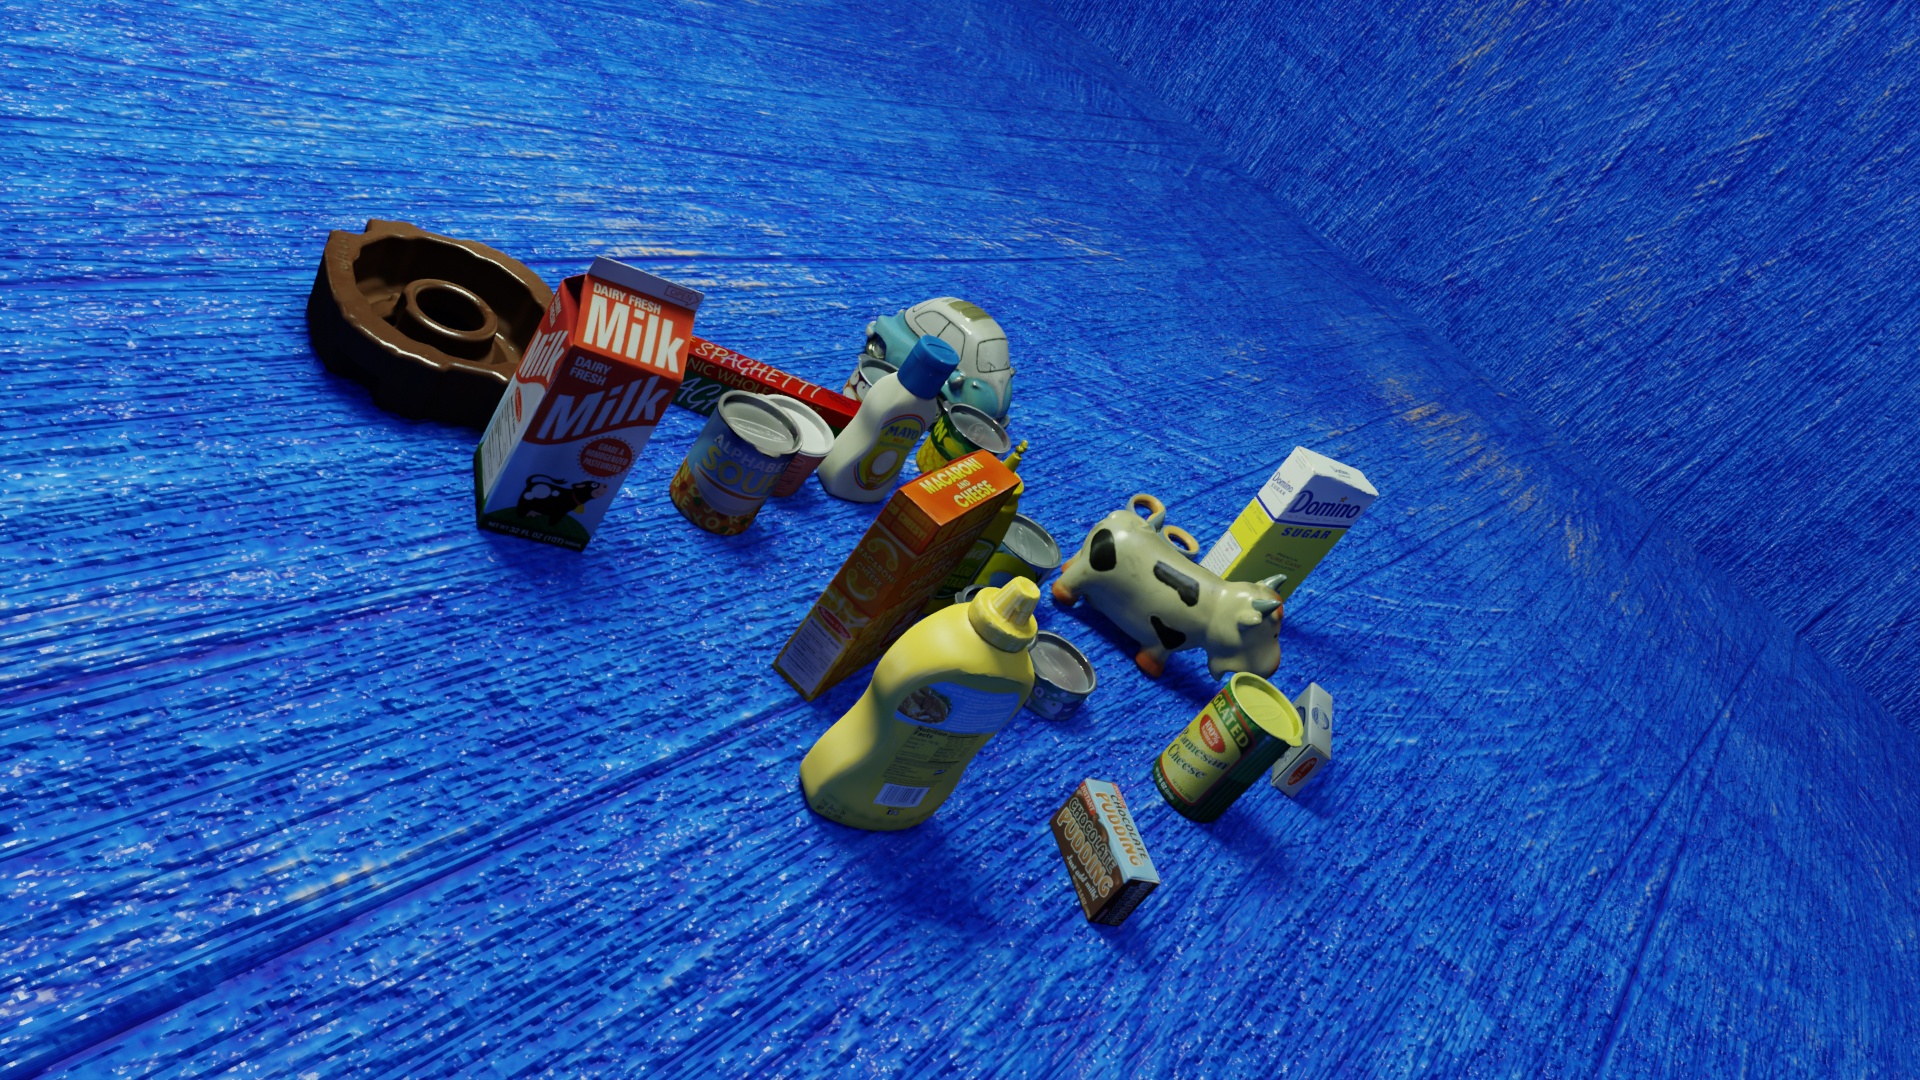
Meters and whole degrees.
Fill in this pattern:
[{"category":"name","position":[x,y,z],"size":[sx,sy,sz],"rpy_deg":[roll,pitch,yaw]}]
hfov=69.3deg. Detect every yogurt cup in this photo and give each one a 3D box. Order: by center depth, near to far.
[{"category":"yogurt cup","position":[-0.139,-0.071,1.073],"size":[0.072,0.053,0.073],"rpy_deg":[27,30,-17]}]

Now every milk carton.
[{"category":"milk carton","position":[-0.231,-0.089,0.858],"size":[0.072,0.189,0.074],"rpy_deg":[16,35,-33]}]

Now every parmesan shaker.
[{"category":"parmesan shaker","position":[0.202,0.160,1.052],"size":[0.071,0.102,0.072],"rpy_deg":[27,30,-17]}]

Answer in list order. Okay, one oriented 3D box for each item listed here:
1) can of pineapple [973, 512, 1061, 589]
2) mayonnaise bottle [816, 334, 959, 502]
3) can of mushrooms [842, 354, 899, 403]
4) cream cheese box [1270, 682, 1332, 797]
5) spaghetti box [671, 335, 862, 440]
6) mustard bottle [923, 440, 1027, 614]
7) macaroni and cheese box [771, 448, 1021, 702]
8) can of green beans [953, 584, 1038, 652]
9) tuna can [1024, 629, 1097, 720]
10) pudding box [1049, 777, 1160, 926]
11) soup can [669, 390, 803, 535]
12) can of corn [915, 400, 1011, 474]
[{"category":"can of pineapple","position":[0.038,0.017,1.132],"size":[0.071,0.057,0.071],"rpy_deg":[27,30,-17]},{"category":"mayonnaise bottle","position":[-0.054,-0.096,1.104],"size":[0.065,0.147,0.041],"rpy_deg":[8,39,-41]},{"category":"can of mushrooms","position":[-0.073,-0.134,1.259],"size":[0.071,0.033,0.071],"rpy_deg":[27,30,-17]},{"category":"cream cheese box","position":[0.292,0.169,1.188],"size":[0.024,0.053,0.104],"rpy_deg":[35,29,-2]},{"category":"spaghetti box","position":[-0.153,-0.111,1.120],"size":[0.250,0.050,0.029],"rpy_deg":[20,33,-28]},{"category":"mustard bottle","position":[0.004,-0.013,1.032],"size":[0.065,0.159,0.049],"rpy_deg":[12,37,-38]},{"category":"macaroni and cheese box","position":[-0.042,0.021,0.926],"size":[0.040,0.165,0.124],"rpy_deg":[42,29,10]},{"category":"can of green beans","position":[0.014,0.075,1.020],"size":[0.071,0.057,0.071],"rpy_deg":[27,30,-17]},{"category":"tuna can","position":[0.067,0.103,1.062],"size":[0.071,0.032,0.071],"rpy_deg":[27,30,-17]},{"category":"pudding box","position":[0.095,0.206,0.923],"size":[0.030,0.049,0.084],"rpy_deg":[16,34,-33]},{"category":"soup can","position":[-0.161,-0.053,0.992],"size":[0.071,0.083,0.072],"rpy_deg":[27,30,-17]},{"category":"can of corn","position":[0.000,-0.081,1.234],"size":[0.071,0.058,0.071],"rpy_deg":[27,30,-17]}]
